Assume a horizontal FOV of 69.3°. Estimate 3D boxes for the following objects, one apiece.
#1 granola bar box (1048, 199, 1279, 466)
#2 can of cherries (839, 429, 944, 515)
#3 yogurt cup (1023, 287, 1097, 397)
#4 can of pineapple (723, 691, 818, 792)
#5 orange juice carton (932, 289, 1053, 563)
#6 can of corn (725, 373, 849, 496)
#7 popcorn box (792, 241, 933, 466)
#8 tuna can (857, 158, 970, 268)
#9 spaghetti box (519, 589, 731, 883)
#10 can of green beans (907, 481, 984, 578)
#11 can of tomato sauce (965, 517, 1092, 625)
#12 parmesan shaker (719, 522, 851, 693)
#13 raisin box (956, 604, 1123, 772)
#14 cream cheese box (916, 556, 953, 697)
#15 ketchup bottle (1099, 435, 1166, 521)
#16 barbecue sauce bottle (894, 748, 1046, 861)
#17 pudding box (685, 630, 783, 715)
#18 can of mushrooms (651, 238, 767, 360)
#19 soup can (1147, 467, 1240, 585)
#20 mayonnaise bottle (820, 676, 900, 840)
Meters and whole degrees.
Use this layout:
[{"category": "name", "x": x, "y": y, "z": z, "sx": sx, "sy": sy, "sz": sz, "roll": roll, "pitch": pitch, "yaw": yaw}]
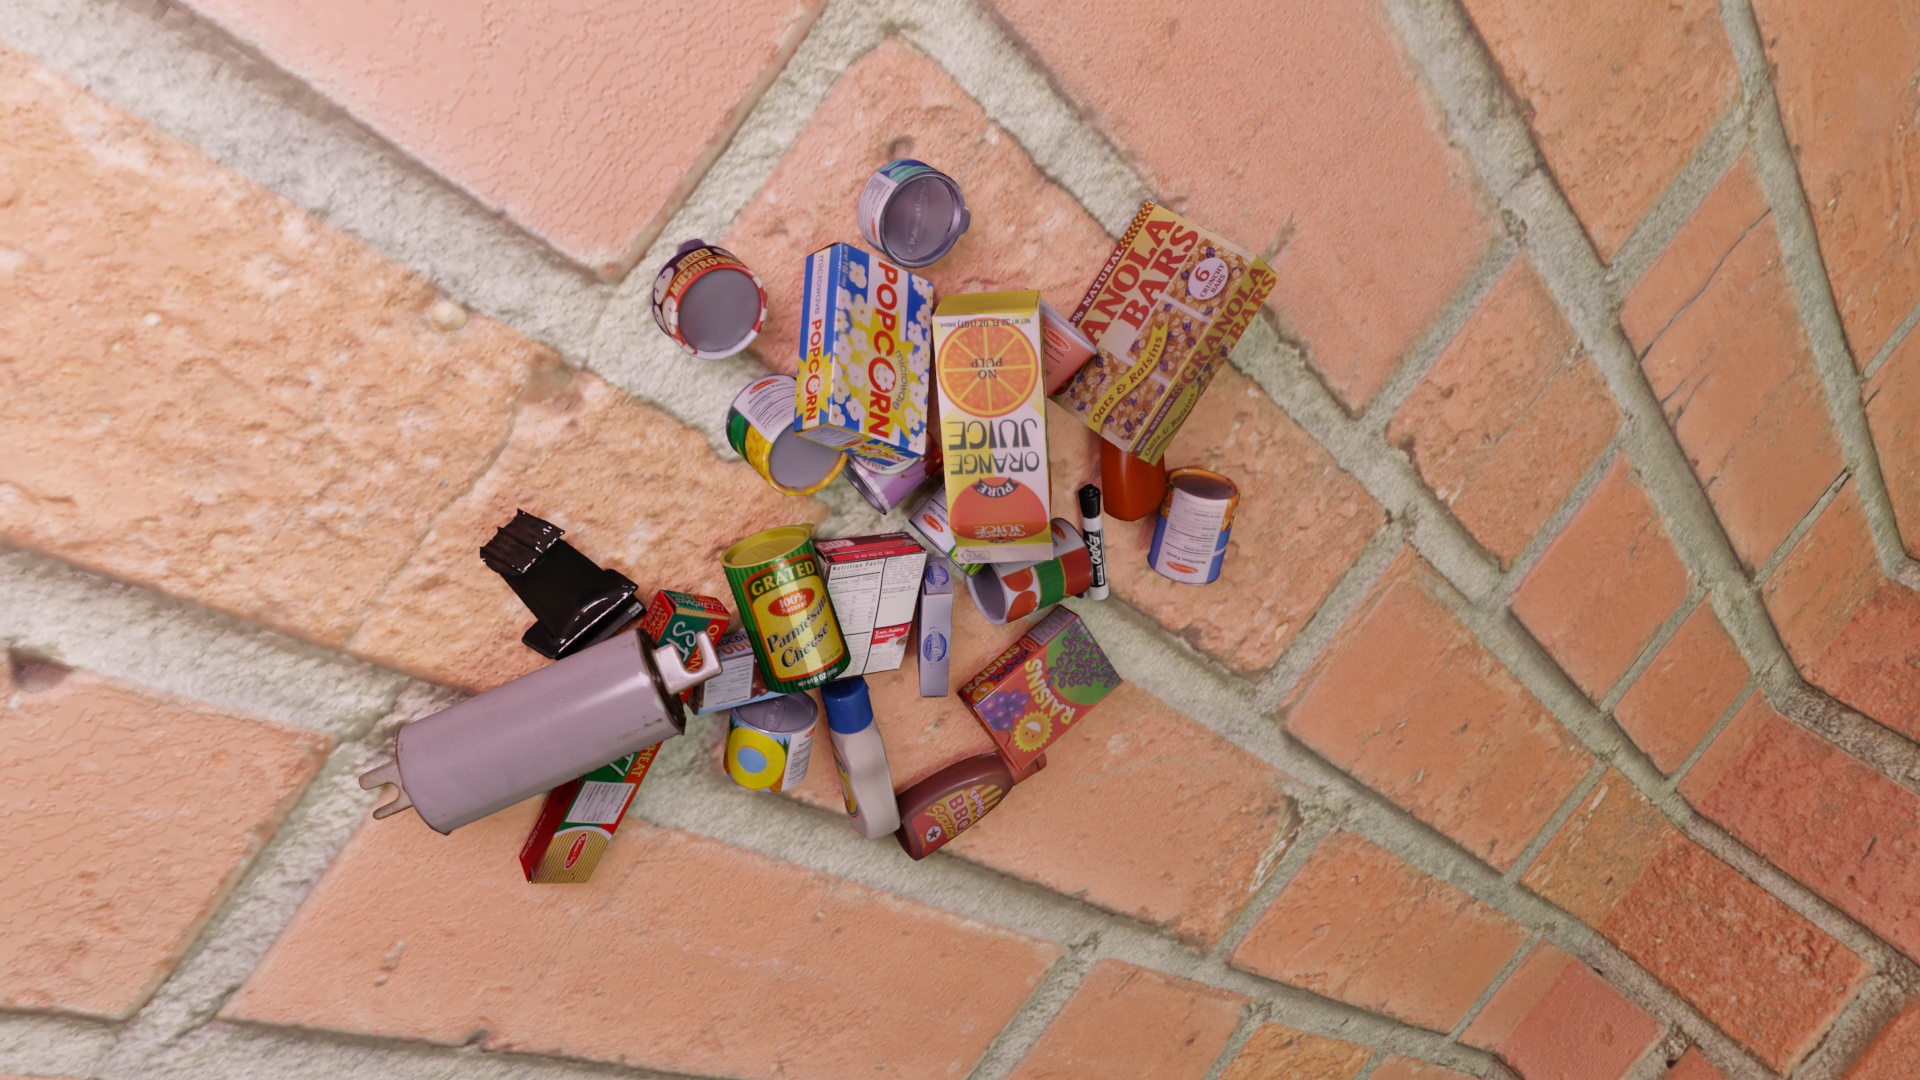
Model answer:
[{"category": "granola bar box", "x": 0.141, "y": -0.155, "z": 1.031, "sx": 0.039, "sy": 0.124, "sz": 0.165, "roll": 24, "pitch": 103, "yaw": -45}, {"category": "can of cherries", "x": -0.053, "y": -0.062, "z": 0.983, "sx": 0.058, "sy": 0.071, "sz": 0.071, "roll": -41, "pitch": 136, "yaw": -9}, {"category": "yogurt cup", "x": 0.059, "y": -0.141, "z": 1.022, "sx": 0.072, "sy": 0.072, "sz": 0.054, "roll": 27, "pitch": 109, "yaw": -45}, {"category": "can of pineapple", "x": -0.147, "y": 0.149, "z": 1.059, "sx": 0.071, "sy": 0.071, "sz": 0.057, "roll": -7, "pitch": 123, "yaw": -35}, {"category": "orange juice carton", "x": 0.026, "y": -0.074, "z": 0.977, "sx": 0.072, "sy": 0.073, "sz": 0.192, "roll": -2, "pitch": 110, "yaw": 6}, {"category": "can of corn", "x": -0.115, "y": -0.069, "z": 0.937, "sx": 0.071, "sy": 0.058, "sz": 0.070, "roll": -20, "pitch": 129, "yaw": -26}, {"category": "popcorn box", "x": -0.062, "y": -0.121, "z": 0.910, "sx": 0.085, "sy": 0.038, "sz": 0.127, "roll": 17, "pitch": 70, "yaw": -44}, {"category": "tuna can", "x": -0.031, "y": -0.217, "z": 0.920, "sx": 0.071, "sy": 0.033, "sz": 0.070, "roll": -20, "pitch": 130, "yaw": -26}, {"category": "spaghetti box", "x": -0.241, "y": 0.143, "z": 0.993, "sx": 0.050, "sy": 0.029, "sz": 0.249, "roll": 14, "pitch": 113, "yaw": -44}, {"category": "can of green beans", "x": 0.003, "y": -0.014, "z": 1.062, "sx": 0.058, "sy": 0.071, "sz": 0.071, "roll": -47, "pitch": 136, "yaw": -2}, {"category": "can of tomato sauce", "x": 0.055, "y": 0.027, "z": 1.131, "sx": 0.083, "sy": 0.071, "sz": 0.070, "roll": -21, "pitch": 130, "yaw": -25}, {"category": "parmesan shaker", "x": -0.120, "y": 0.048, "z": 0.985, "sx": 0.071, "sy": 0.071, "sz": 0.102, "roll": -25, "pitch": 112, "yaw": -22}, {"category": "raisin box", "x": 0.071, "y": 0.129, "z": 1.217, "sx": 0.123, "sy": 0.040, "sz": 0.086, "roll": -39, "pitch": 118, "yaw": -10}, {"category": "cream cheese box", "x": -0.021, "y": 0.069, "z": 1.107, "sx": 0.024, "sy": 0.053, "sz": 0.103, "roll": -1, "pitch": 123, "yaw": -6}, {"category": "ketchup bottle", "x": 0.138, "y": -0.090, "z": 1.130, "sx": 0.065, "sy": 0.043, "sz": 0.148, "roll": -44, "pitch": 139, "yaw": -35}, {"category": "barbecue sauce bottle", "x": 0.008, "y": 0.224, "z": 1.246, "sx": 0.149, "sy": 0.044, "sz": 0.064, "roll": -28, "pitch": 127, "yaw": -21}, {"category": "pudding box", "x": -0.163, "y": 0.096, "z": 1.033, "sx": 0.084, "sy": 0.030, "sz": 0.049, "roll": -11, "pitch": 124, "yaw": -33}, {"category": "can of mushrooms", "x": -0.157, "y": -0.150, "z": 0.867, "sx": 0.071, "sy": 0.033, "sz": 0.070, "roll": -20, "pitch": 130, "yaw": -26}, {"category": "soup can", "x": 0.206, "y": -0.014, "z": 1.224, "sx": 0.071, "sy": 0.071, "sz": 0.083, "roll": -11, "pitch": 124, "yaw": -33}, {"category": "mayonnaise bottle", "x": -0.083, "y": 0.172, "z": 1.128, "sx": 0.041, "sy": 0.065, "sz": 0.147, "roll": -21, "pitch": 126, "yaw": -16}]
